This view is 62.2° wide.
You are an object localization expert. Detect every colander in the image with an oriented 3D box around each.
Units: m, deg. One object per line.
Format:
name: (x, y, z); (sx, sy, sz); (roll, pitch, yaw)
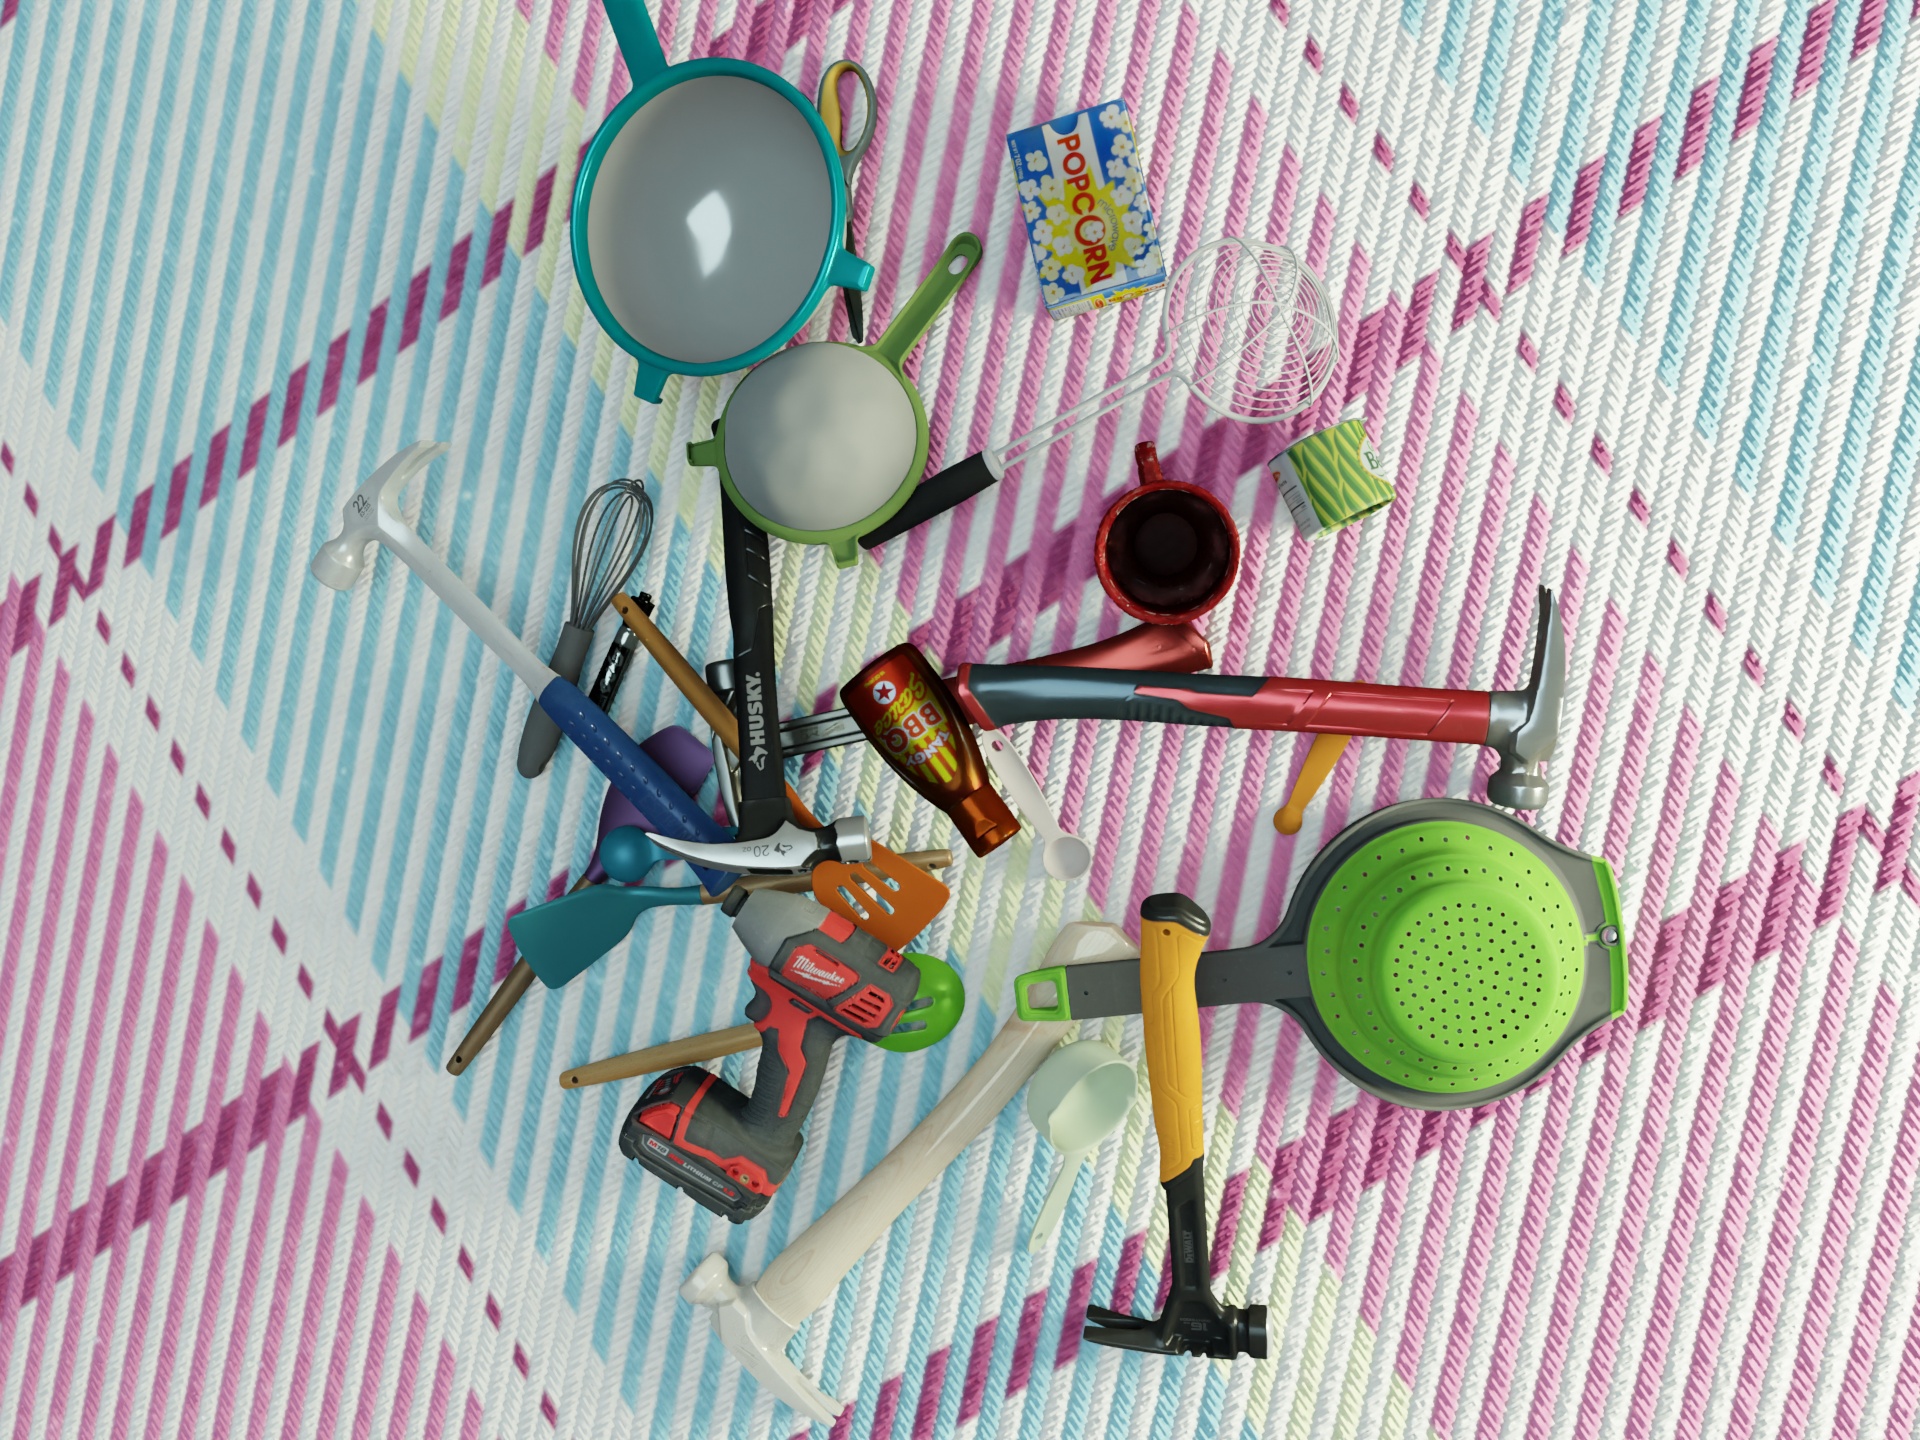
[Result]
colander: (0.229, 0.163, 1.010); (0.397, 0.094, 0.204); (-7, 89, 6)

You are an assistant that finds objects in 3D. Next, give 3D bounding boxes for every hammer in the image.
hammer: (-0.016, 0.306, 1.111); (0.146, 0.038, 0.410); (43, 98, 8)
hammer: (0.190, -0.027, 1.036); (0.386, 0.038, 0.143); (4, 101, 6)
hammer: (-0.298, -0.034, 1.136); (0.405, 0.035, 0.144); (43, 109, 11)
hammer: (-0.002, -0.004, 1.110); (0.359, 0.036, 0.149); (-12, 87, 12)
hammer: (0.133, 0.266, 1.023); (0.127, 0.034, 0.336); (-1, 110, 13)
hammer: (-0.149, -0.056, 1.100); (0.146, 0.035, 0.335); (-6, 73, -1)

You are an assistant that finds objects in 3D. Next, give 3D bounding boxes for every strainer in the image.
strainer: (-0.068, -0.242, 1.087); (0.151, 0.069, 0.256); (36, 85, 12)
strainer: (-0.183, -0.401, 1.119); (0.211, 0.095, 0.340); (-23, 84, 21)

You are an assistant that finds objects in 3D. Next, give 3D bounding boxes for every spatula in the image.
spatula: (-0.290, 0.137, 1.181); (0.060, 0.018, 0.316); (37, 96, 10)
spatula: (-0.140, 0.030, 1.114); (0.081, 0.041, 0.323); (-44, 77, 11)
spatula: (-0.160, 0.130, 1.138); (0.317, 0.044, 0.082); (-10, 130, 9)

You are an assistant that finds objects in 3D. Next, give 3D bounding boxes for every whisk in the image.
whisk: (-0.280, -0.066, 1.166); (0.055, 0.055, 0.239); (23, 99, 11)

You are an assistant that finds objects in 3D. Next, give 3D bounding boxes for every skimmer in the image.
skimmer: (0.083, -0.206, 1.097); (0.363, 0.090, 0.127); (-26, 92, 21)

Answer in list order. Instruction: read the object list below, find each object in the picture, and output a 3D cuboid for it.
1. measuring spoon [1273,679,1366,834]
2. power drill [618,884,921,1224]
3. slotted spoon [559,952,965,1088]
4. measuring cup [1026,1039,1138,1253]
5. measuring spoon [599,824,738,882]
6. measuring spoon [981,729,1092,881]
measuring spoon: (0.243, 0.025, 1.069); (0.021, 0.011, 0.117); (29, 95, 11)
power drill: (-0.137, 0.220, 1.089); (0.143, 0.078, 0.219); (32, 107, 1)
slotted spoon: (-0.149, 0.229, 1.146); (0.314, 0.031, 0.070); (-15, 90, 13)
measuring cup: (0.066, 0.291, 1.089); (0.038, 0.083, 0.167); (40, 120, 43)
measuring spoon: (-0.205, 0.091, 1.135); (0.128, 0.021, 0.042); (-9, 88, 21)
measuring spoon: (0.050, 0.055, 1.094); (0.034, 0.018, 0.124); (-30, 99, 12)
